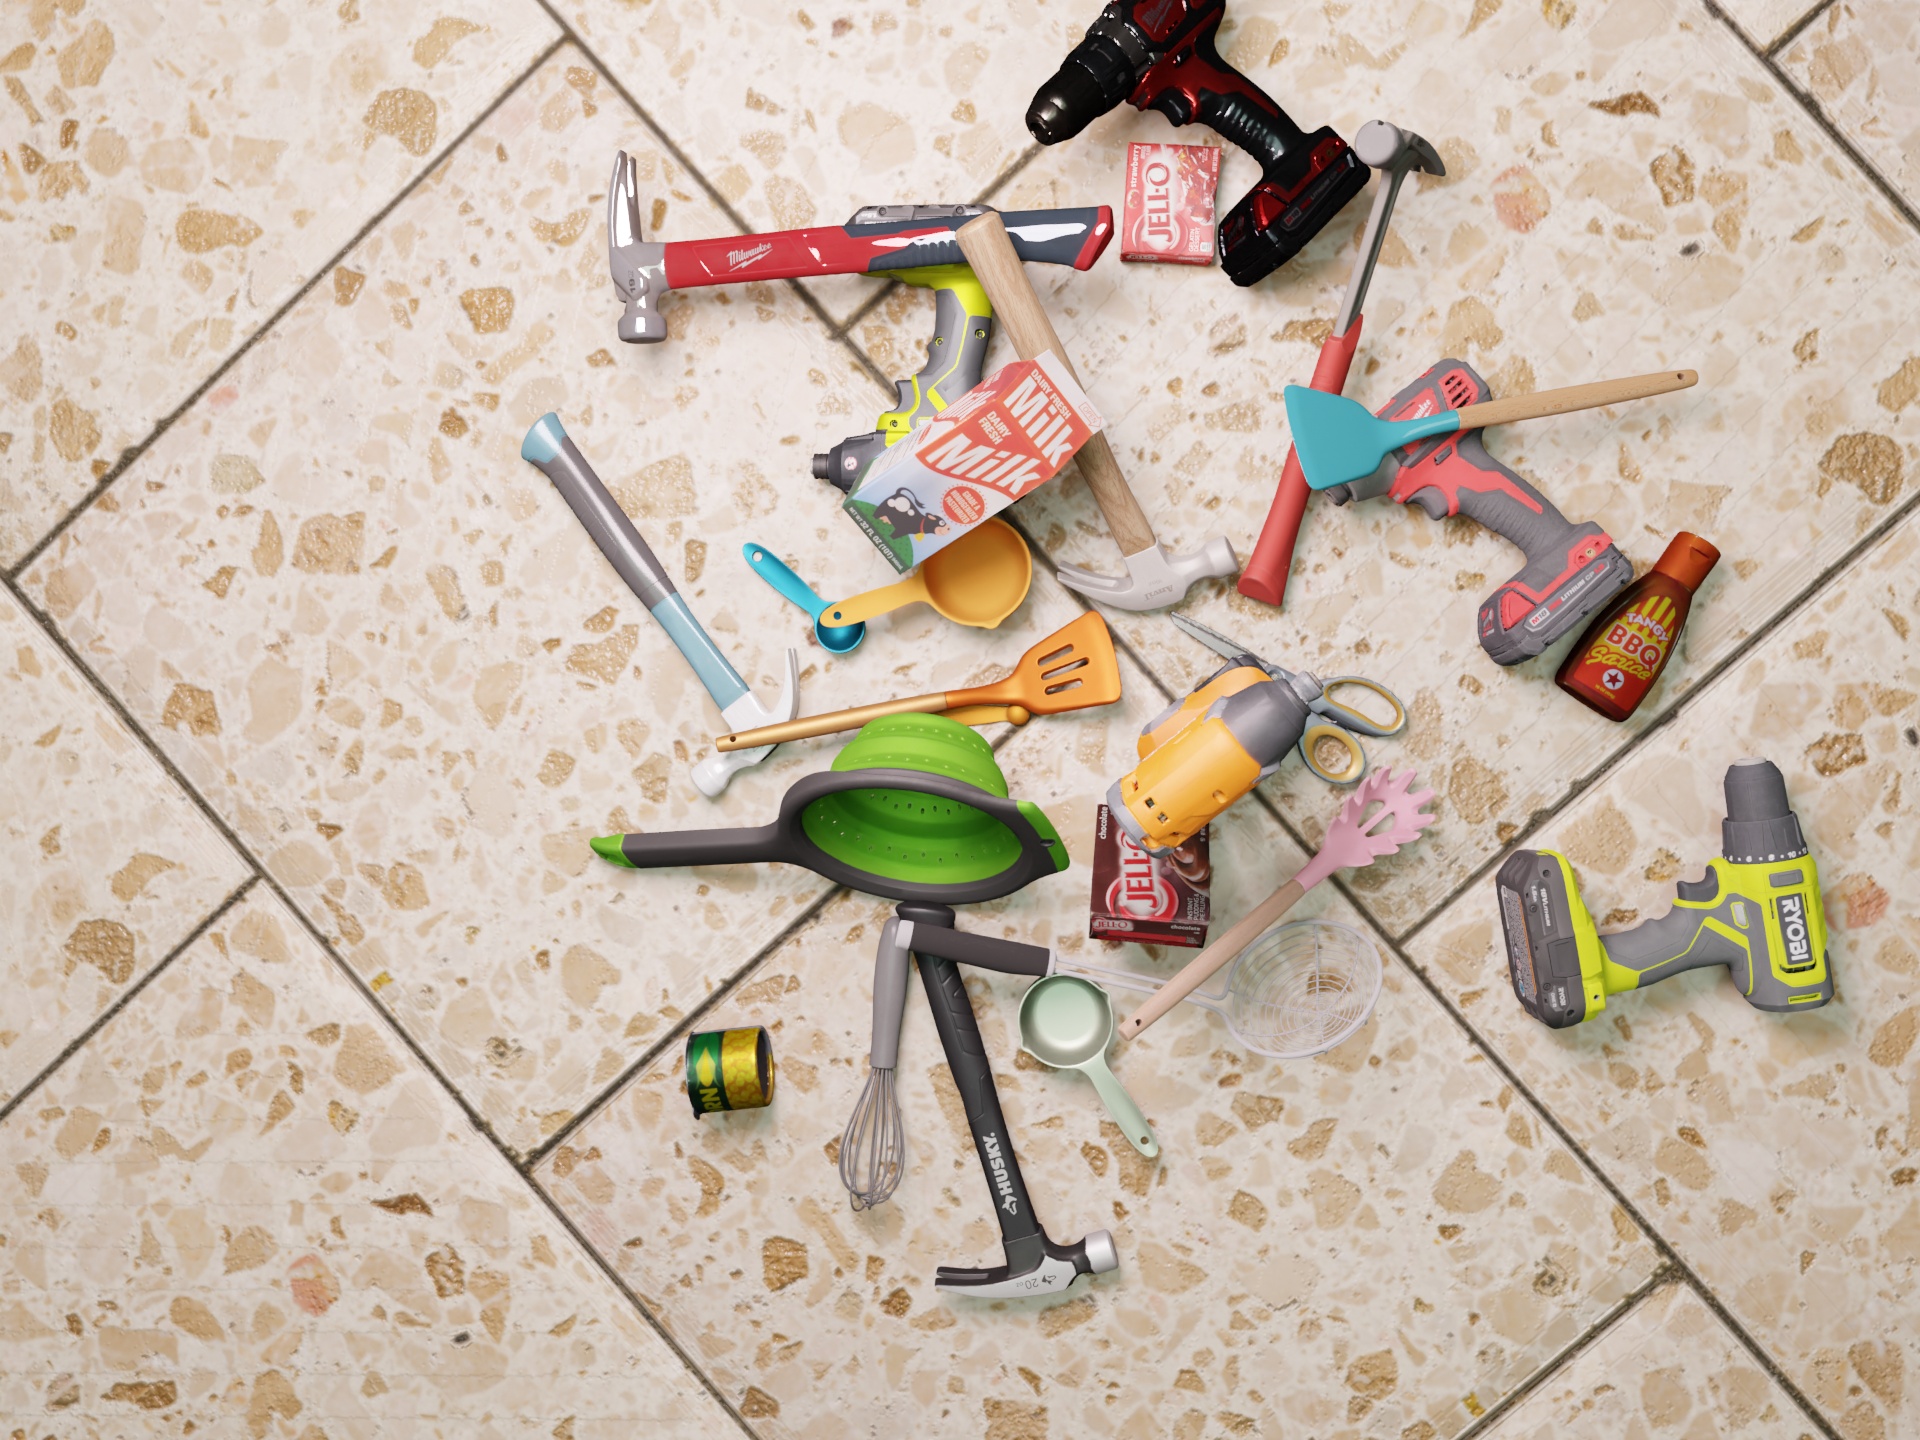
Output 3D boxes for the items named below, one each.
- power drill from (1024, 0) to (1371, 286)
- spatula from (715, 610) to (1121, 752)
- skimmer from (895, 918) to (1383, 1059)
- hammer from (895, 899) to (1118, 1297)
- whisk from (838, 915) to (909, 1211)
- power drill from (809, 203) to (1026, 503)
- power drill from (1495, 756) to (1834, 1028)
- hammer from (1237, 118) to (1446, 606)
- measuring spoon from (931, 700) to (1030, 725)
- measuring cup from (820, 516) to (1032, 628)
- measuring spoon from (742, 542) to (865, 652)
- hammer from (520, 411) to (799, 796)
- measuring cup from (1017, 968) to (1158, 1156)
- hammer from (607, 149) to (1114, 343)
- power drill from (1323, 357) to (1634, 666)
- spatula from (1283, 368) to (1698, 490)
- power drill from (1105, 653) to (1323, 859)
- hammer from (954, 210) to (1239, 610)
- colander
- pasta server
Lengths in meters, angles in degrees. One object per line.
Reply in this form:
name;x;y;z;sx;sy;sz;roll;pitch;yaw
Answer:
power drill;0.173;-0.434;1.185;0.226;0.080;0.188;46;75;-9
spatula;-0.036;-0.015;1.261;0.322;0.041;0.081;-11;69;-3
skimmer;0.134;0.180;1.219;0.363;0.127;0.090;12;134;-3
hammer;0.009;0.303;1.274;0.146;0.035;0.335;-17;94;5
whisk;-0.065;0.277;1.284;0.055;0.055;0.239;6;88;4
power drill;-0.033;-0.283;1.250;0.171;0.080;0.223;2;95;7
power drill;0.538;0.137;1.216;0.228;0.080;0.190;-10;91;2
hammer;0.286;-0.264;1.218;0.037;0.149;0.359;22;106;25
measuring spoon;-0.002;-0.004;1.286;0.117;0.011;0.021;-2;92;5
measuring cup;-0.026;-0.105;1.266;0.173;0.052;0.095;-18;90;7
measuring spoon;-0.127;-0.102;1.295;0.129;0.021;0.042;41;95;11
hammer;-0.250;-0.106;1.293;0.128;0.033;0.331;-37;89;6
measuring cup;0.109;0.274;1.275;0.083;0.038;0.167;-33;91;5
hammer;-0.079;-0.369;1.192;0.386;0.038;0.143;-2;96;12
power drill;0.389;-0.154;1.217;0.143;0.078;0.220;-39;85;-1
spatula;0.393;-0.228;1.169;0.317;0.044;0.082;-11;78;-3
power drill;0.194;0.013;1.153;0.164;0.226;0.084;-40;88;14
hammer;0.084;-0.224;1.195;0.130;0.031;0.331;-22;116;20
colander;-0.109;0.064;1.256;0.397;0.204;0.095;-4;57;20
pasta server;0.239;0.140;1.204;0.316;0.040;0.060;-36;78;-20
